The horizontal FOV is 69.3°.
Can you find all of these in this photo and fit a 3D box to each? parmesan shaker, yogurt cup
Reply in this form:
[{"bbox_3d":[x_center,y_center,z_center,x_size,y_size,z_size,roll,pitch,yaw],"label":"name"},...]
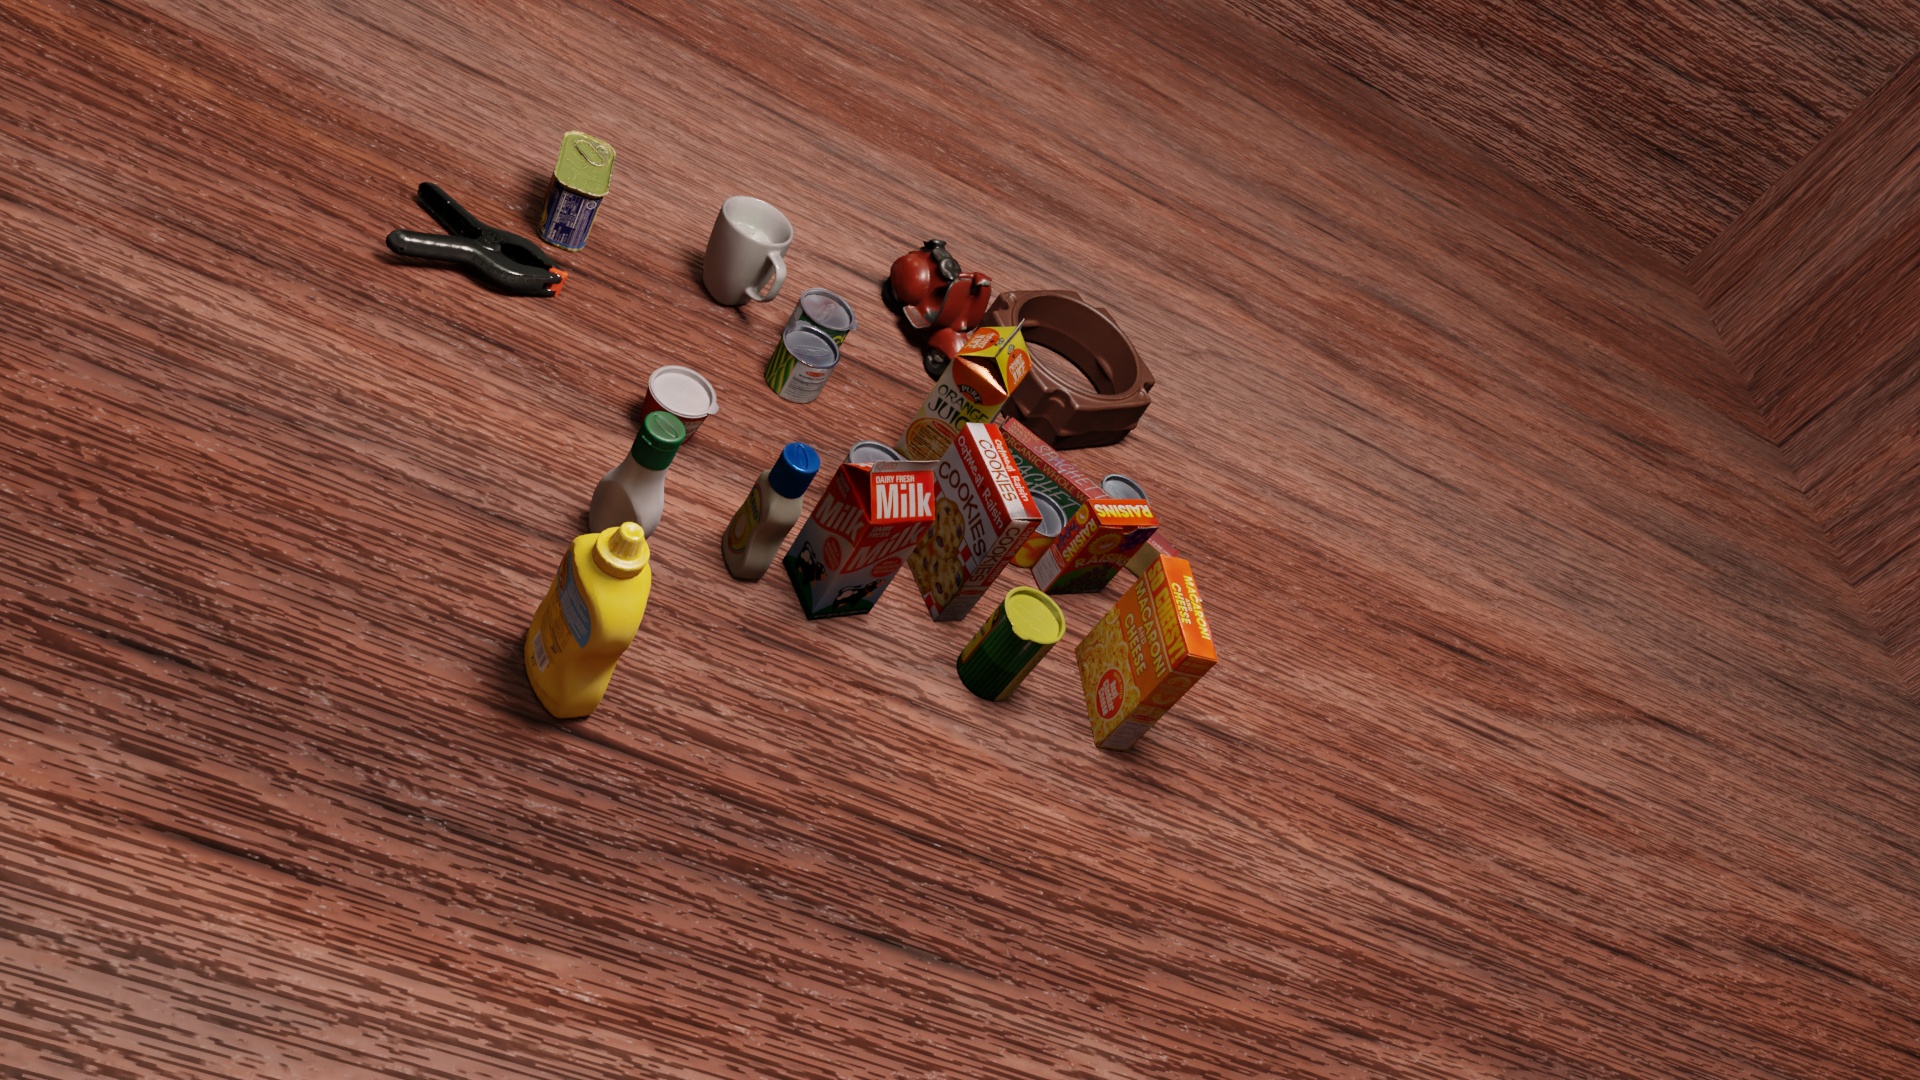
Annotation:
[{"bbox_3d":[0.046,0.102,1.340,0.071,0.102,0.072,20,43,-19],"label":"parmesan shaker"},{"bbox_3d":[-0.281,-0.130,1.367,0.072,0.053,0.073,20,43,-19],"label":"yogurt cup"}]

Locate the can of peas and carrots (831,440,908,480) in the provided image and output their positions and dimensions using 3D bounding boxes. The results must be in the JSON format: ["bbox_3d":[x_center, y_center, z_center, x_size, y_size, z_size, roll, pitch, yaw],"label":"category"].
[{"bbox_3d":[-0.093,-0.060,1.430,0.071,0.058,0.071,20,43,-19],"label":"can of peas and carrots"}]

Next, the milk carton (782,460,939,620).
[{"bbox_3d":[-0.089,-0.012,1.285,0.072,0.189,0.074,-4,54,-38],"label":"milk carton"}]

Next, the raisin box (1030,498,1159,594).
[{"bbox_3d":[0.143,0.007,1.484,0.086,0.122,0.040,0,52,-36],"label":"raisin box"}]

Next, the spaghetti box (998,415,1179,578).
[{"bbox_3d":[0.136,-0.045,1.586,0.250,0.050,0.029,39,40,2],"label":"spaghetti box"}]

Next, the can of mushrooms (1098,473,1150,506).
[{"bbox_3d":[0.185,-0.043,1.632,0.071,0.033,0.071,20,43,-19],"label":"can of mushrooms"}]

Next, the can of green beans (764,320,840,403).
[{"bbox_3d":[-0.171,-0.191,1.500,0.071,0.057,0.071,20,43,-19],"label":"can of green beans"}]

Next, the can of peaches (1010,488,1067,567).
[{"bbox_3d":[0.071,-0.013,1.503,0.071,0.057,0.071,20,43,-19],"label":"can of peaches"}]

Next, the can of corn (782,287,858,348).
[{"bbox_3d":[-0.157,-0.237,1.555,0.071,0.058,0.071,20,43,-19],"label":"can of corn"}]

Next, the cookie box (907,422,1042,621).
[{"bbox_3d":[0.005,-0.017,1.375,0.040,0.166,0.123,0,52,-36],"label":"cookie box"}]

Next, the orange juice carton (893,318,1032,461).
[{"bbox_3d":[0.011,-0.156,1.493,0.073,0.191,0.072,37,40,0],"label":"orange juice carton"}]

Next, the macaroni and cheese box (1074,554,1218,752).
[{"bbox_3d":[0.181,0.113,1.377,0.040,0.165,0.124,14,45,-25],"label":"macaroni and cheese box"}]

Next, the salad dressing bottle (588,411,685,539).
[{"bbox_3d":[-0.282,-0.051,1.218,0.064,0.147,0.044,45,40,9],"label":"salad dressing bottle"}]

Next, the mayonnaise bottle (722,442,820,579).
[{"bbox_3d":[-0.174,-0.030,1.274,0.041,0.147,0.065,7,48,-31],"label":"mayonnaise bottle"}]
